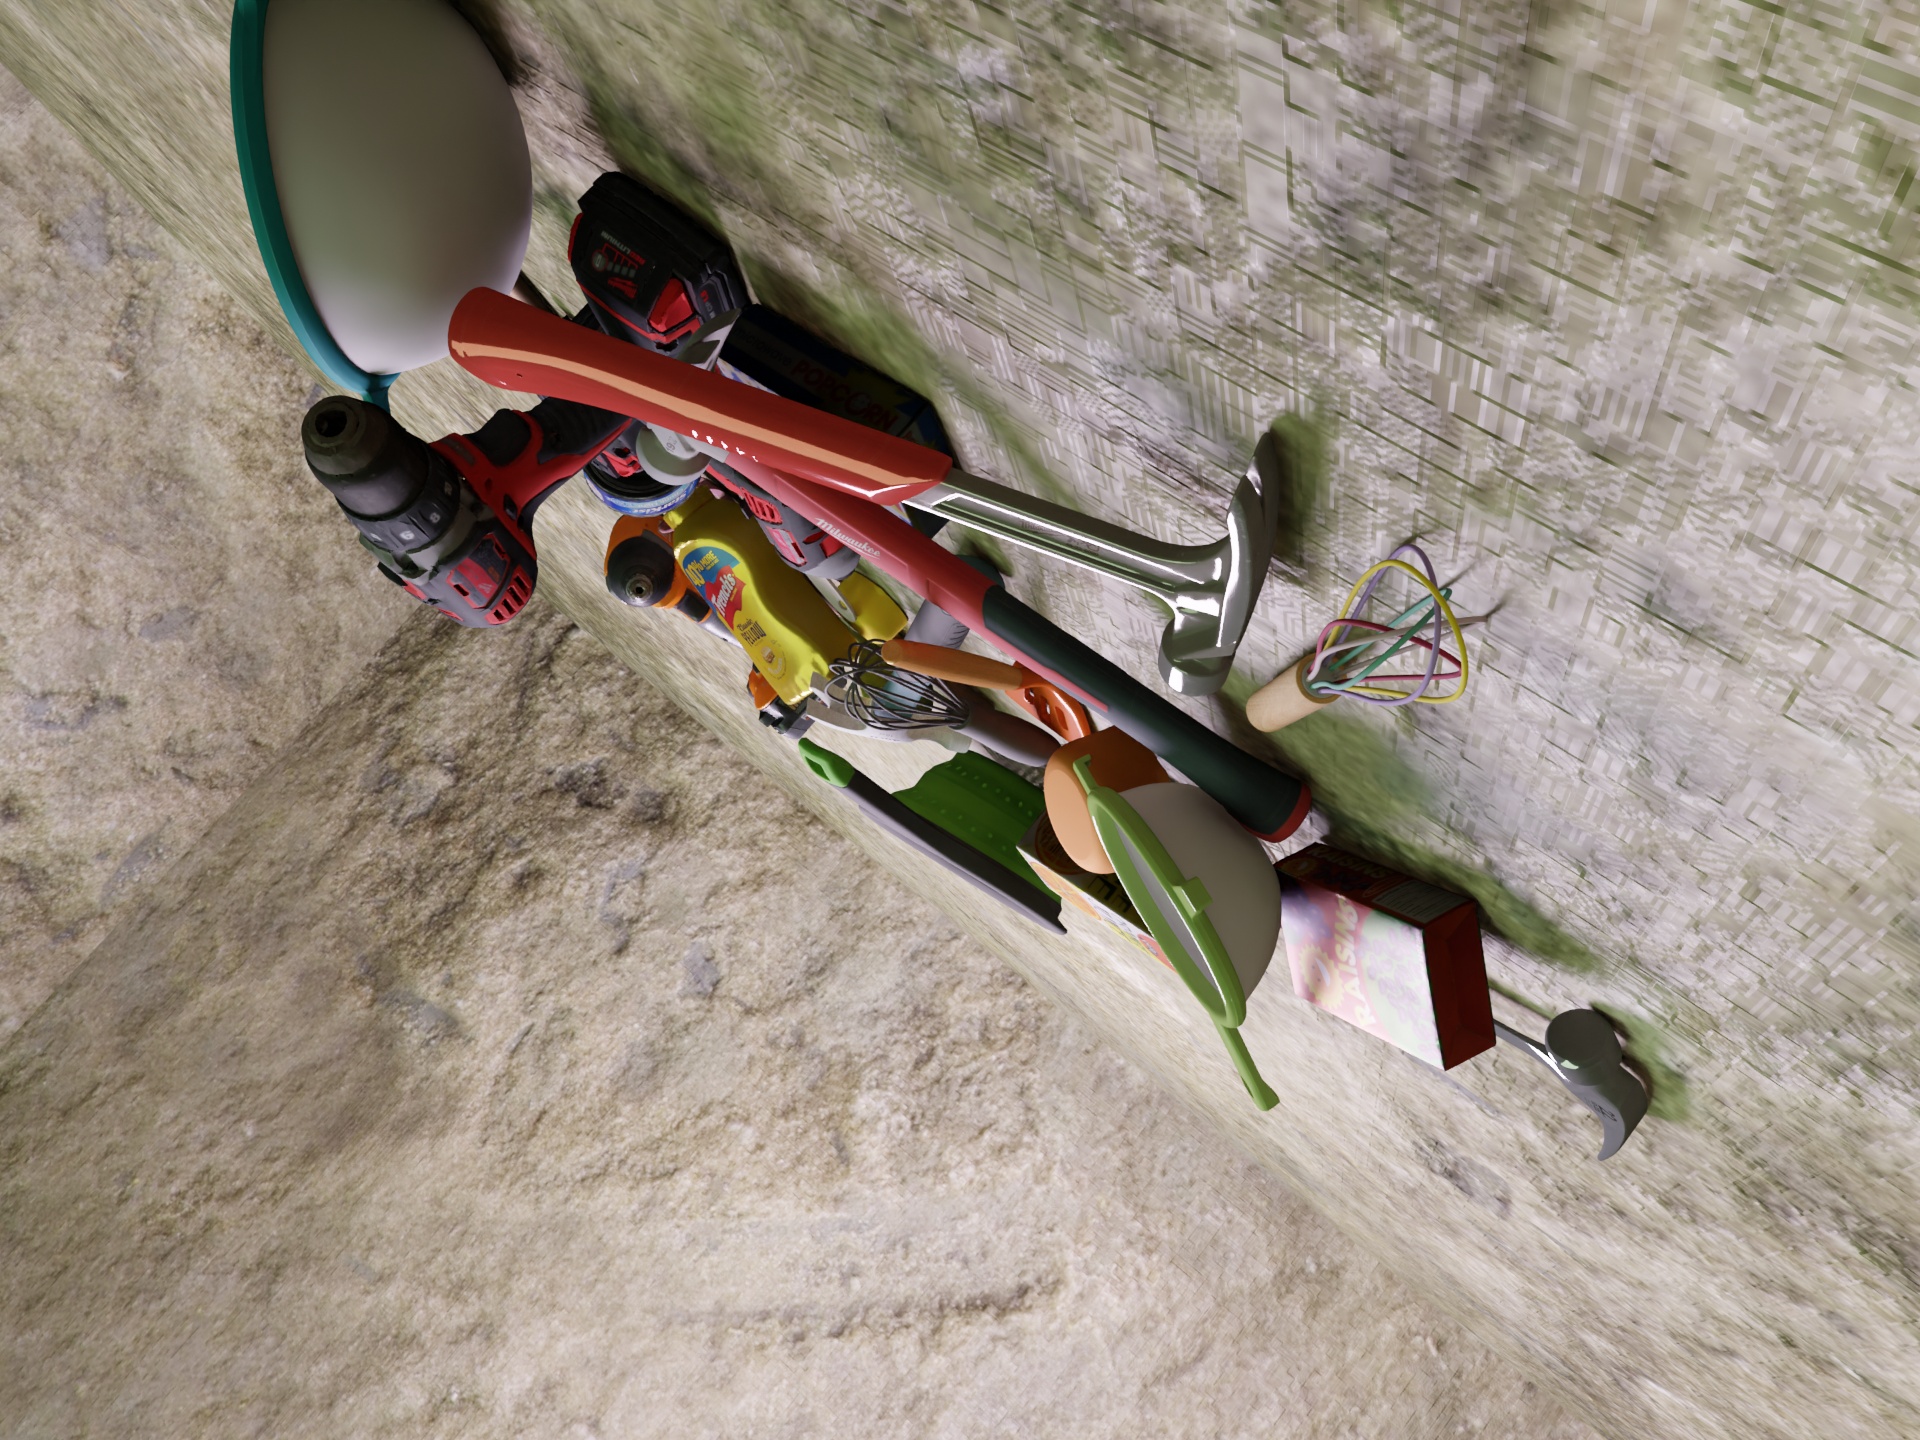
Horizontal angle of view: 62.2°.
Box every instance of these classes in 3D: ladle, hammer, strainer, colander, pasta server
[{"bbox_3d":[-0.136,-0.086,1.318,0.320,0.062,0.078,37,-175,34],"label":"ladle"},{"bbox_3d":[-0.025,-0.038,1.045,0.128,0.033,0.331,9,164,-9],"label":"hammer"},{"bbox_3d":[-0.050,-0.113,0.640,0.359,0.037,0.149,22,156,13],"label":"hammer"},{"bbox_3d":[-0.263,-0.299,0.717,0.095,0.211,0.340,-2,151,-1],"label":"strainer"},{"bbox_3d":[-0.008,0.060,1.265,0.205,0.094,0.396,28,173,31],"label":"colander"},{"bbox_3d":[0.236,0.140,0.983,0.406,0.035,0.143,29,164,48],"label":"hammer"},{"bbox_3d":[-0.106,-0.094,1.223,0.316,0.040,0.060,37,130,11],"label":"pasta server"},{"bbox_3d":[0.021,-0.057,0.776,0.386,0.038,0.143,33,160,-11],"label":"hammer"},{"bbox_3d":[0.157,0.127,0.904,0.256,0.069,0.152,61,175,-33],"label":"strainer"}]

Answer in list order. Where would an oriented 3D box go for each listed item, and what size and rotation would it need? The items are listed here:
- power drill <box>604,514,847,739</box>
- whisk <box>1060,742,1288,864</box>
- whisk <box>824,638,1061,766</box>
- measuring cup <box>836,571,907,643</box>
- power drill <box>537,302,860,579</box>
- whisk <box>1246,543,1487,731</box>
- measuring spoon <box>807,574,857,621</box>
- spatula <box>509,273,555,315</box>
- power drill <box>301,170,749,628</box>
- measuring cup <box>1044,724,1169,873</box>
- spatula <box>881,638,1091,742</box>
[{"bbox_3d":[-0.207,-0.084,1.362,0.226,0.084,0.164,38,-169,-19],"label":"power drill"},{"bbox_3d":[0.130,0.065,1.031,0.247,0.058,0.059,33,134,54],"label":"whisk"},{"bbox_3d":[-0.002,-0.002,1.011,0.055,0.055,0.238,32,-174,38],"label":"whisk"},{"bbox_3d":[-0.107,-0.111,1.170,0.156,0.029,0.062,39,170,0],"label":"measuring cup"},{"bbox_3d":[-0.152,-0.166,0.992,0.220,0.078,0.143,33,168,23],"label":"power drill"},{"bbox_3d":[0.149,-0.016,0.628,0.047,0.051,0.245,34,172,2],"label":"whisk"},{"bbox_3d":[-0.109,-0.122,1.129,0.124,0.018,0.034,52,152,-16],"label":"measuring spoon"},{"bbox_3d":[-0.291,-0.277,1.164,0.060,0.018,0.315,44,176,43],"label":"spatula"},{"bbox_3d":[-0.211,-0.160,0.784,0.080,0.227,0.187,37,170,15],"label":"power drill"},{"bbox_3d":[0.102,0.090,0.980,0.095,0.052,0.174,139,114,-68],"label":"measuring cup"},{"bbox_3d":[0.018,-0.019,0.938,0.081,0.041,0.322,37,-170,18],"label":"spatula"}]
